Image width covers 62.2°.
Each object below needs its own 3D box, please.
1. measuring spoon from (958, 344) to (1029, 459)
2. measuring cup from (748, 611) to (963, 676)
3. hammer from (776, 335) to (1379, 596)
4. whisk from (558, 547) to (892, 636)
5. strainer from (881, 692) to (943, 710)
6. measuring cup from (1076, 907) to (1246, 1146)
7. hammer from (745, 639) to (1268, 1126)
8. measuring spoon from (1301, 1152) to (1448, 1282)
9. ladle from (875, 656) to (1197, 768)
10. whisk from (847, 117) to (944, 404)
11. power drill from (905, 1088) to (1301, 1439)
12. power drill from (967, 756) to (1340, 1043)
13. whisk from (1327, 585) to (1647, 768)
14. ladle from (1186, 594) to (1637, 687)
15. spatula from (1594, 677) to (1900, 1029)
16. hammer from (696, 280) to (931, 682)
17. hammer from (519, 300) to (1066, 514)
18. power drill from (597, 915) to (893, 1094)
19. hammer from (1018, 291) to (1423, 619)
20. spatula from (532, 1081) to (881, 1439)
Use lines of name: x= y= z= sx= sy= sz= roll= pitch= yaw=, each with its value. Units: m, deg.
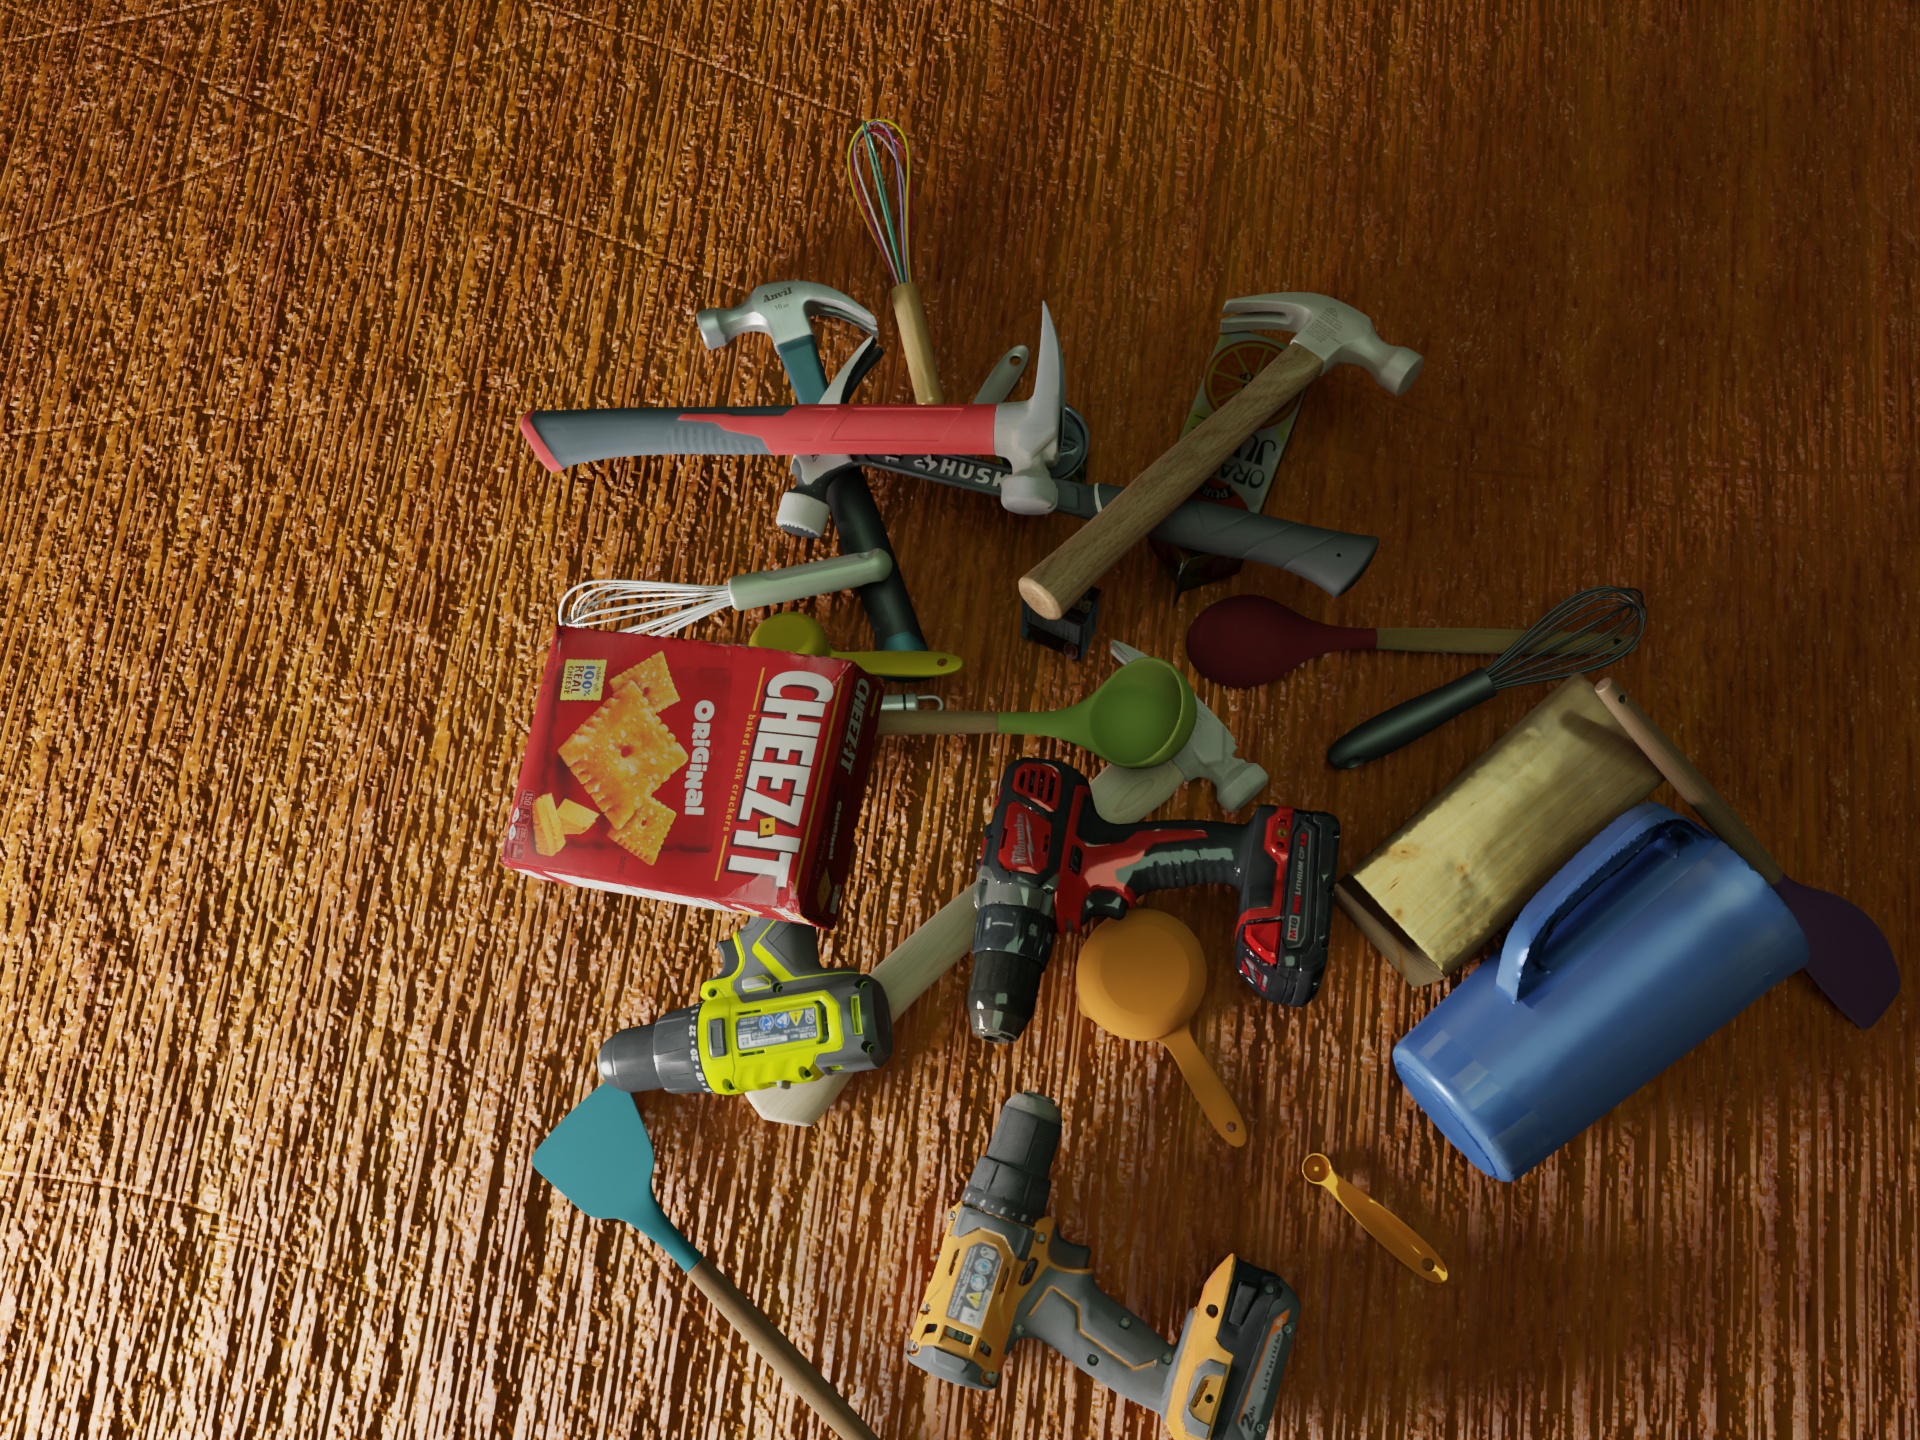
measuring spoon: x=0.018 y=-0.232 z=1.194 sx=0.034 sy=0.018 sz=0.124 roll=29 pitch=72 yaw=9
measuring cup: x=-0.075 y=-0.049 z=1.107 sx=0.156 sy=0.029 sz=0.062 roll=3 pitch=54 yaw=18
hammer: x=0.080 y=-0.157 z=1.092 sx=0.409 sy=0.036 sz=0.149 roll=15 pitch=84 yaw=14
whisk: x=-0.169 y=-0.090 z=1.133 sx=0.246 sy=0.058 sz=0.059 roll=-11 pitch=115 yaw=6
strainer: x=-0.141 y=-0.004 z=1.130 sx=0.258 sy=0.050 sz=0.087 roll=-4 pitch=88 yaw=-2
measuring cup: x=0.143 y=0.204 z=1.055 sx=0.095 sy=0.052 sz=0.174 roll=-30 pitch=74 yaw=-5
hammer: x=0.012 y=0.120 z=1.092 sx=0.410 sy=0.038 sz=0.146 roll=-40 pitch=76 yaw=-7
measuring spoon: x=0.271 y=0.327 z=1.043 sx=0.117 sy=0.011 sz=0.021 roll=40 pitch=80 yaw=8
ladle: x=-0.002 y=-0.003 z=1.076 sx=0.320 sy=0.062 sz=0.078 roll=0 pitch=67 yaw=5
whisk: x=-0.044 y=-0.350 z=1.210 sx=0.047 sy=0.051 sz=0.245 roll=-11 pitch=79 yaw=-6
power drill: x=0.097 y=0.353 z=1.010 sx=0.226 sy=0.084 sz=0.185 roll=17 pitch=76 yaw=11
power drill: x=0.117 y=0.126 z=1.013 sx=0.227 sy=0.080 sz=0.188 roll=8 pitch=65 yaw=10
whisk: x=0.363 y=-0.026 z=1.098 sx=0.239 sy=0.055 sz=0.055 roll=-28 pitch=76 yaw=7
ladle: x=0.320 y=-0.056 z=1.128 sx=0.315 sy=0.031 sz=0.069 roll=1 pitch=77 yaw=1
spatula: x=0.511 y=0.083 z=1.027 sx=0.315 sy=0.018 sz=0.060 roll=44 pitch=81 yaw=-13
hammer: x=-0.088 y=-0.178 z=1.173 sx=0.128 sy=0.033 sz=0.331 roll=-19 pitch=76 yaw=-1
hammer: x=-0.120 y=-0.217 z=1.107 sx=0.386 sy=0.038 sz=0.143 roll=2 pitch=79 yaw=12
power drill: x=-0.152 y=0.134 z=1.060 sx=0.190 sy=0.080 sz=0.229 roll=-10 pitch=70 yaw=8
hammer: x=0.158 y=-0.179 z=1.050 sx=0.130 sy=0.031 sz=0.331 roll=39 pitch=66 yaw=20
spatula: x=-0.153 y=0.373 z=1.045 sx=0.317 sy=0.044 sz=0.082 roll=44 pitch=81 yaw=7
